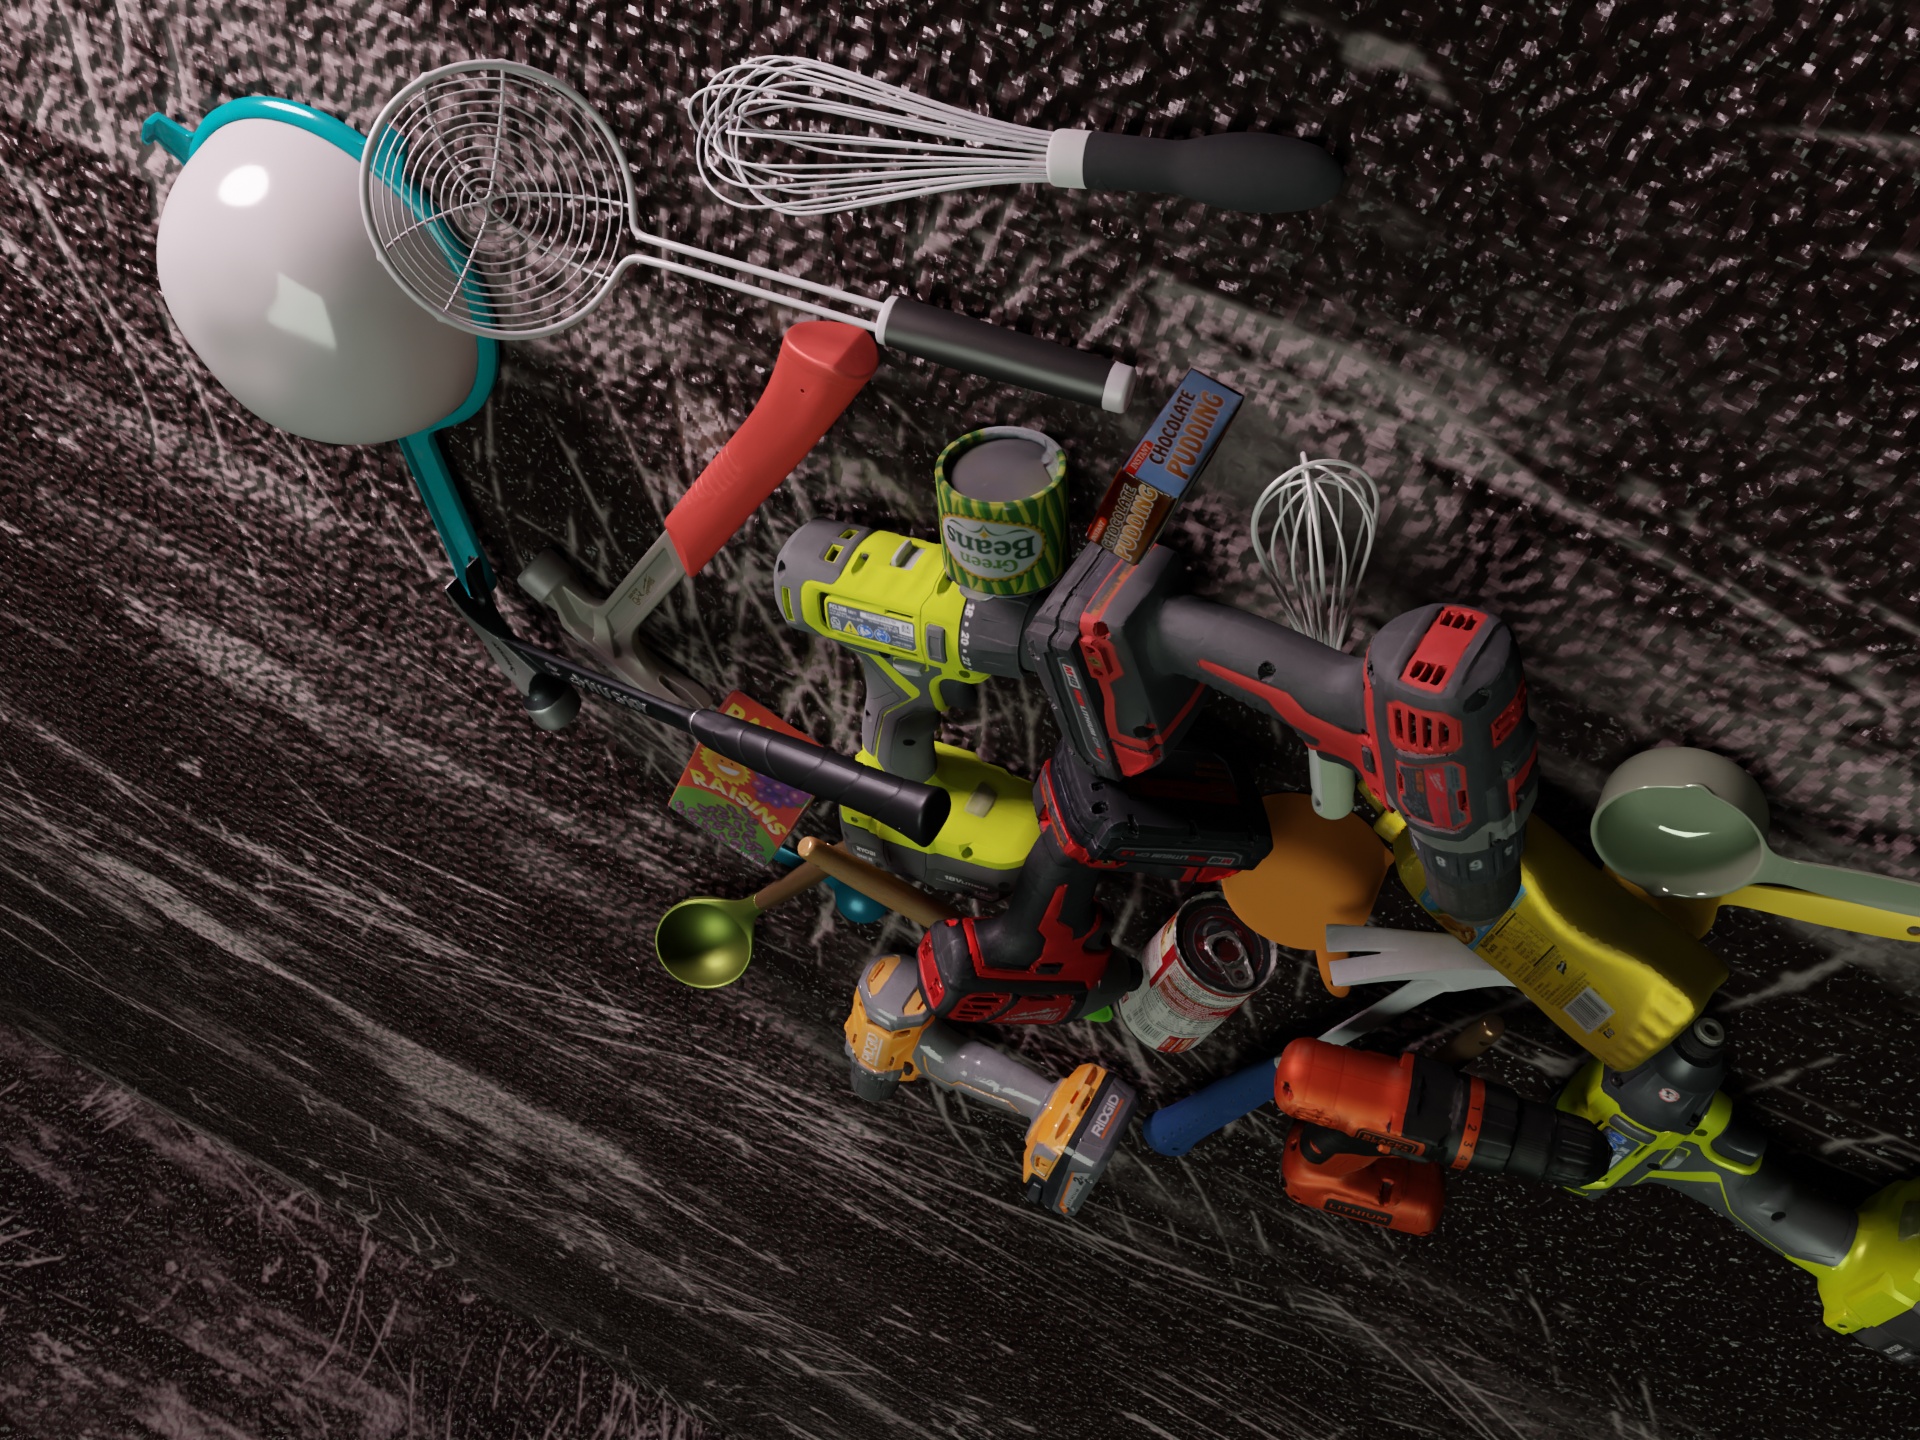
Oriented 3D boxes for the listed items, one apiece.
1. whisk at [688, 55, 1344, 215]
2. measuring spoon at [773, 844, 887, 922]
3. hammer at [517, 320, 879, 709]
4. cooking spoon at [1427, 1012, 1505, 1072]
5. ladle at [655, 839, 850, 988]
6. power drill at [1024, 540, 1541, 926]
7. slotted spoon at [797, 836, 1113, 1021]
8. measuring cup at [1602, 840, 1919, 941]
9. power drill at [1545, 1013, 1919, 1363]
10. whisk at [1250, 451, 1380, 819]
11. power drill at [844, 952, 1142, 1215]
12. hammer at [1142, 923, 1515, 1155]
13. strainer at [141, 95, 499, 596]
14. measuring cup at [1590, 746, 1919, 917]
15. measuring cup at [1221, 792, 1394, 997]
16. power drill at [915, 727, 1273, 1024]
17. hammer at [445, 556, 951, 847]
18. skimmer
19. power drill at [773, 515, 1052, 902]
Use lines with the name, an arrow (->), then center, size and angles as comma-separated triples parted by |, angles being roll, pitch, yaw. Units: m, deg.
whisk -> 0.016, -0.235, 0.661 | 0.285, 0.070, 0.070 | 11, 138, 17
measuring spoon -> -0.114, 0.115, 1.166 | 0.128, 0.021, 0.042 | 26, 143, 8
hammer -> -0.139, -0.111, 0.920 | 0.149, 0.037, 0.359 | 41, 142, -12
cooking spoon -> 0.275, 0.238, 0.999 | 0.069, 0.017, 0.318 | 17, 152, 3
ladle -> -0.140, 0.134, 1.157 | 0.078, 0.062, 0.320 | 43, 146, -9
power drill -> 0.157, 0.007, 0.741 | 0.227, 0.080, 0.187 | 19, 150, 35
slotted spoon -> 0.004, 0.134, 1.014 | 0.070, 0.031, 0.313 | 9, 162, 43
measuring cup -> 0.396, 0.098, 0.782 | 0.156, 0.029, 0.062 | 8, 137, 32
power drill -> 0.452, 0.250, 0.880 | 0.223, 0.080, 0.171 | 27, 144, 11
whisk -> 0.178, -0.032, 0.781 | 0.059, 0.058, 0.246 | -14, 136, 3
power drill -> 0.010, 0.287, 1.228 | 0.226, 0.084, 0.185 | 29, 143, 10
hammer -> 0.211, 0.214, 1.011 | 0.144, 0.035, 0.405 | 9, 150, -16
strainer -> -0.366, -0.187, 0.945 | 0.211, 0.095, 0.340 | 12, 137, 24
measuring cup -> 0.384, 0.056, 0.742 | 0.168, 0.038, 0.083 | 14, 139, 19
measuring cup -> 0.203, 0.121, 0.924 | 0.095, 0.052, 0.173 | 6, 134, 30
power drill -> 0.076, 0.100, 0.904 | 0.143, 0.079, 0.219 | 7, 137, -25
hammer -> -0.166, -0.004, 0.966 | 0.409, 0.036, 0.149 | 19, 150, 37
skimmer -> -0.097, -0.206, 0.738 | 0.363, 0.090, 0.127 | 19, 98, 11
power drill -> -0.001, -0.003, 0.913 | 0.191, 0.080, 0.228 | 16, 137, 20
